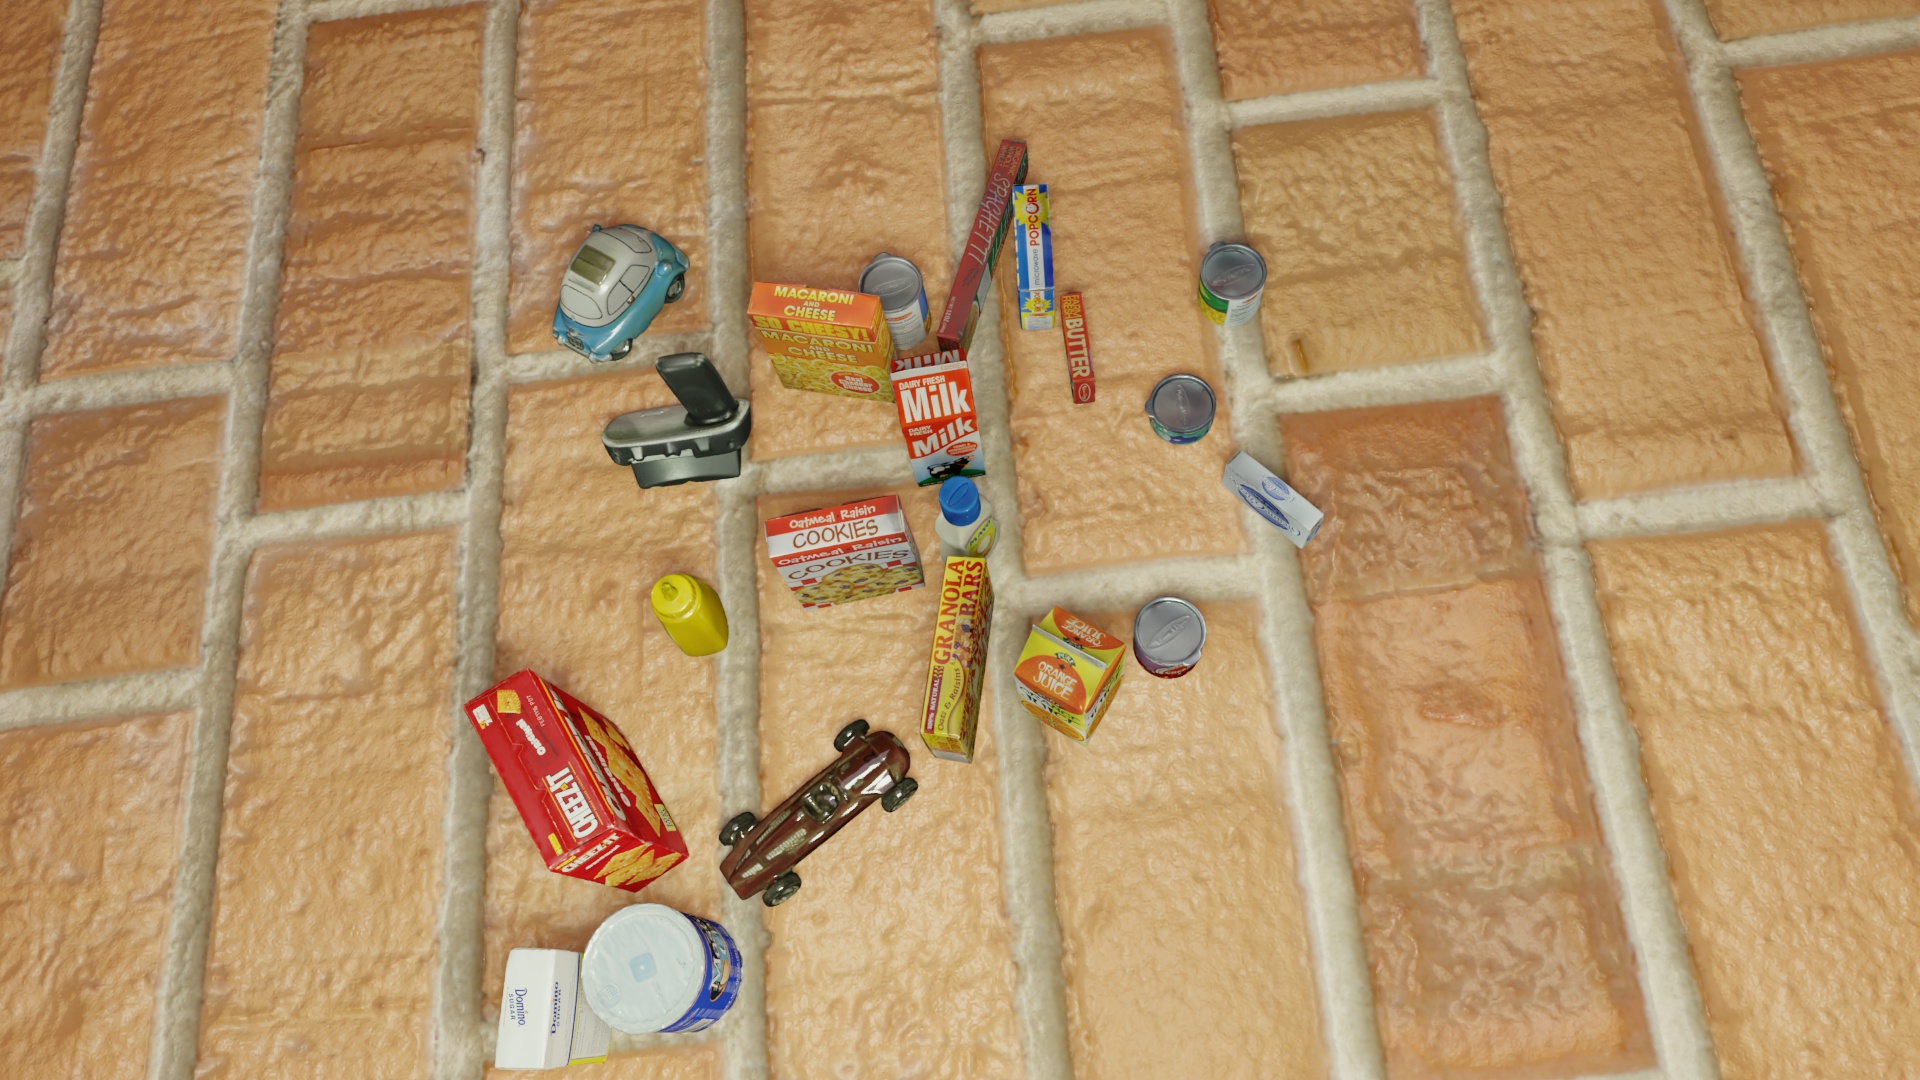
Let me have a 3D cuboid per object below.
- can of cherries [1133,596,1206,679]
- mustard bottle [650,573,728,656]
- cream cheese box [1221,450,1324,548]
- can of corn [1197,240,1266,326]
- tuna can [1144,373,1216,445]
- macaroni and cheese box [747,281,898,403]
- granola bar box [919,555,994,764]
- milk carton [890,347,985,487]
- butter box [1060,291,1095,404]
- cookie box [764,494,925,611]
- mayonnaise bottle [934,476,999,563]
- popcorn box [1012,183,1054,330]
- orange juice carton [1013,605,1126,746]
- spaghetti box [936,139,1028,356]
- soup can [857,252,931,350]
[{"bbox_3d":[0.196,0.094,1.299,0.071,0.058,0.072,-2,70,5],"label":"can of cherries"},{"bbox_3d":[-0.257,0.063,1.298,0.049,0.159,0.065,-14,70,1],"label":"mustard bottle"},{"bbox_3d":[0.301,-0.039,1.341,0.104,0.053,0.024,41,79,17],"label":"cream cheese box"},{"bbox_3d":[0.276,-0.263,1.422,0.071,0.058,0.071,-2,70,5],"label":"can of corn"},{"bbox_3d":[0.220,-0.130,1.393,0.071,0.032,0.071,-2,70,5],"label":"tuna can"},{"bbox_3d":[-0.131,-0.195,1.378,0.124,0.166,0.040,8,71,8],"label":"macaroni and cheese box"},{"bbox_3d":[-0.002,0.111,1.276,0.039,0.124,0.166,6,71,8],"label":"granola bar box"},{"bbox_3d":[-0.021,-0.123,1.328,0.072,0.190,0.073,-11,70,2],"label":"milk carton"},{"bbox_3d":[0.119,-0.196,1.415,0.024,0.053,0.104,-7,70,3],"label":"butter box"},{"bbox_3d":[-0.105,0.013,1.298,0.123,0.167,0.040,-12,70,1],"label":"cookie box"},{"bbox_3d":[0.005,-0.016,1.309,0.041,0.147,0.065,36,78,16],"label":"mayonnaise bottle"},{"bbox_3d":[0.076,-0.293,1.437,0.038,0.085,0.127,-4,70,4],"label":"popcorn box"},{"bbox_3d":[0.098,0.117,1.228,0.072,0.192,0.073,30,76,15],"label":"orange juice carton"},{"bbox_3d":[0.026,-0.309,1.467,0.029,0.050,0.251,14,72,10],"label":"spaghetti box"},{"bbox_3d":[-0.067,-0.246,1.434,0.071,0.083,0.071,-2,70,5],"label":"soup can"}]
